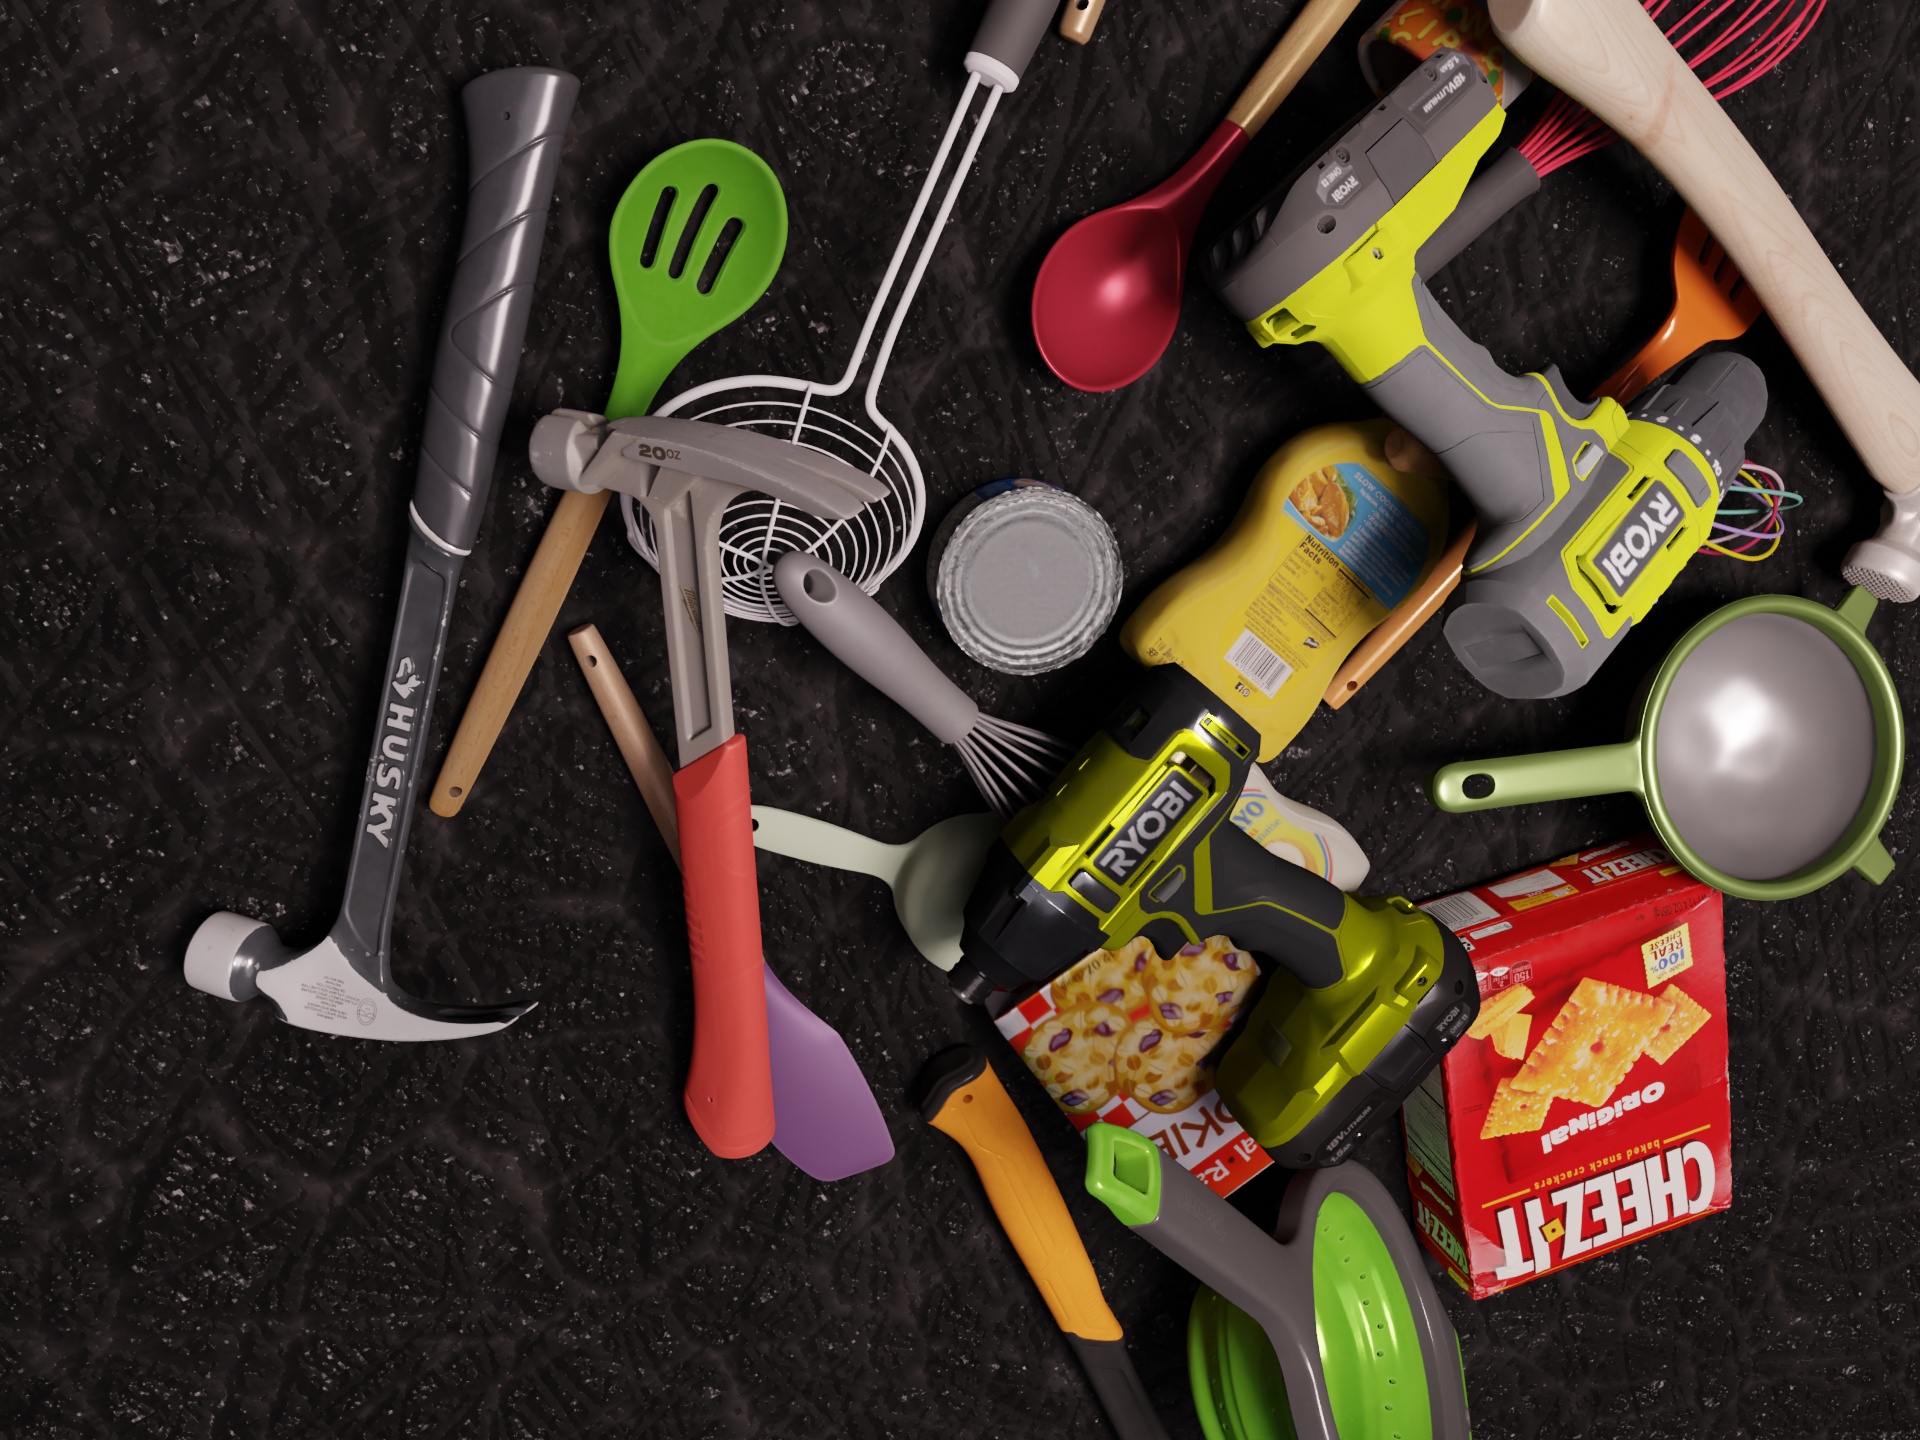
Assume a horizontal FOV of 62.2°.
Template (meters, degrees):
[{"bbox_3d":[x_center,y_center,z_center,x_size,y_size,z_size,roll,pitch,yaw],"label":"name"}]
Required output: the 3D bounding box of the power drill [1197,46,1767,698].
[{"bbox_3d":[0.224,-0.148,0.648,0.190,0.080,0.228,-45,100,-21],"label":"power drill"}]

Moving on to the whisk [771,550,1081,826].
[{"bbox_3d":[0.000,-0.003,0.697,0.055,0.055,0.238,-46,129,4],"label":"whisk"}]

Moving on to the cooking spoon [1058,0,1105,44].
[{"bbox_3d":[0.105,-0.428,0.630,0.069,0.017,0.319,23,102,1],"label":"cooking spoon"}]

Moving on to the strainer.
[{"bbox_3d":[0.342,0.019,0.799,0.256,0.069,0.151,-6,93,-11],"label":"strainer"}]

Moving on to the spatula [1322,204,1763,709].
[{"bbox_3d":[0.285,-0.131,0.769,0.081,0.041,0.322,38,100,-22],"label":"spatula"}]

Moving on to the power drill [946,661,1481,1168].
[{"bbox_3d":[0.114,0.102,0.724,0.223,0.080,0.171,39,95,-24],"label":"power drill"}]

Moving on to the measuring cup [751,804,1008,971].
[{"bbox_3d":[-0.032,0.073,0.750,0.167,0.038,0.083,18,103,-20],"label":"measuring cup"}]

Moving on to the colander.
[{"bbox_3d":[0.137,0.295,0.785,0.094,0.205,0.396,-20,134,29],"label":"colander"}]

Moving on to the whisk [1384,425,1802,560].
[{"bbox_3d":[0.296,-0.107,0.730,0.244,0.051,0.047,4,98,-26],"label":"whisk"}]

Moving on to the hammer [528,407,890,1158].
[{"bbox_3d":[-0.097,0.049,0.675,0.149,0.037,0.358,16,124,25],"label":"hammer"}]

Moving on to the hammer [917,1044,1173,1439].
[{"bbox_3d":[0.069,0.307,0.853,0.127,0.034,0.336,-27,112,-3],"label":"hammer"}]

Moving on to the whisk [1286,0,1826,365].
[{"bbox_3d":[0.264,-0.257,0.704,0.296,0.073,0.073,-39,112,7],"label":"whisk"}]

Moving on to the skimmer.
[{"bbox_3d":[-0.025,-0.209,0.661,0.127,0.090,0.363,23,92,-25],"label":"skimmer"}]

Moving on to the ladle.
[{"bbox_3d":[0.134,-0.276,0.683,0.069,0.031,0.315,35,95,-23],"label":"ladle"}]

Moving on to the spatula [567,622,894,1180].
[{"bbox_3d":[-0.112,0.096,0.751,0.060,0.018,0.315,-20,112,6],"label":"spatula"}]

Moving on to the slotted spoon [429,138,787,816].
[{"bbox_3d":[-0.160,-0.095,0.672,0.070,0.031,0.313,20,104,-31],"label":"slotted spoon"}]

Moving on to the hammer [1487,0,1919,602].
[{"bbox_3d":[0.365,-0.212,0.702,0.410,0.038,0.146,32,90,-32],"label":"hammer"}]

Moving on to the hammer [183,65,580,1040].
[{"bbox_3d":[-0.212,-0.058,0.650,0.149,0.036,0.409,16,100,7],"label":"hammer"}]
